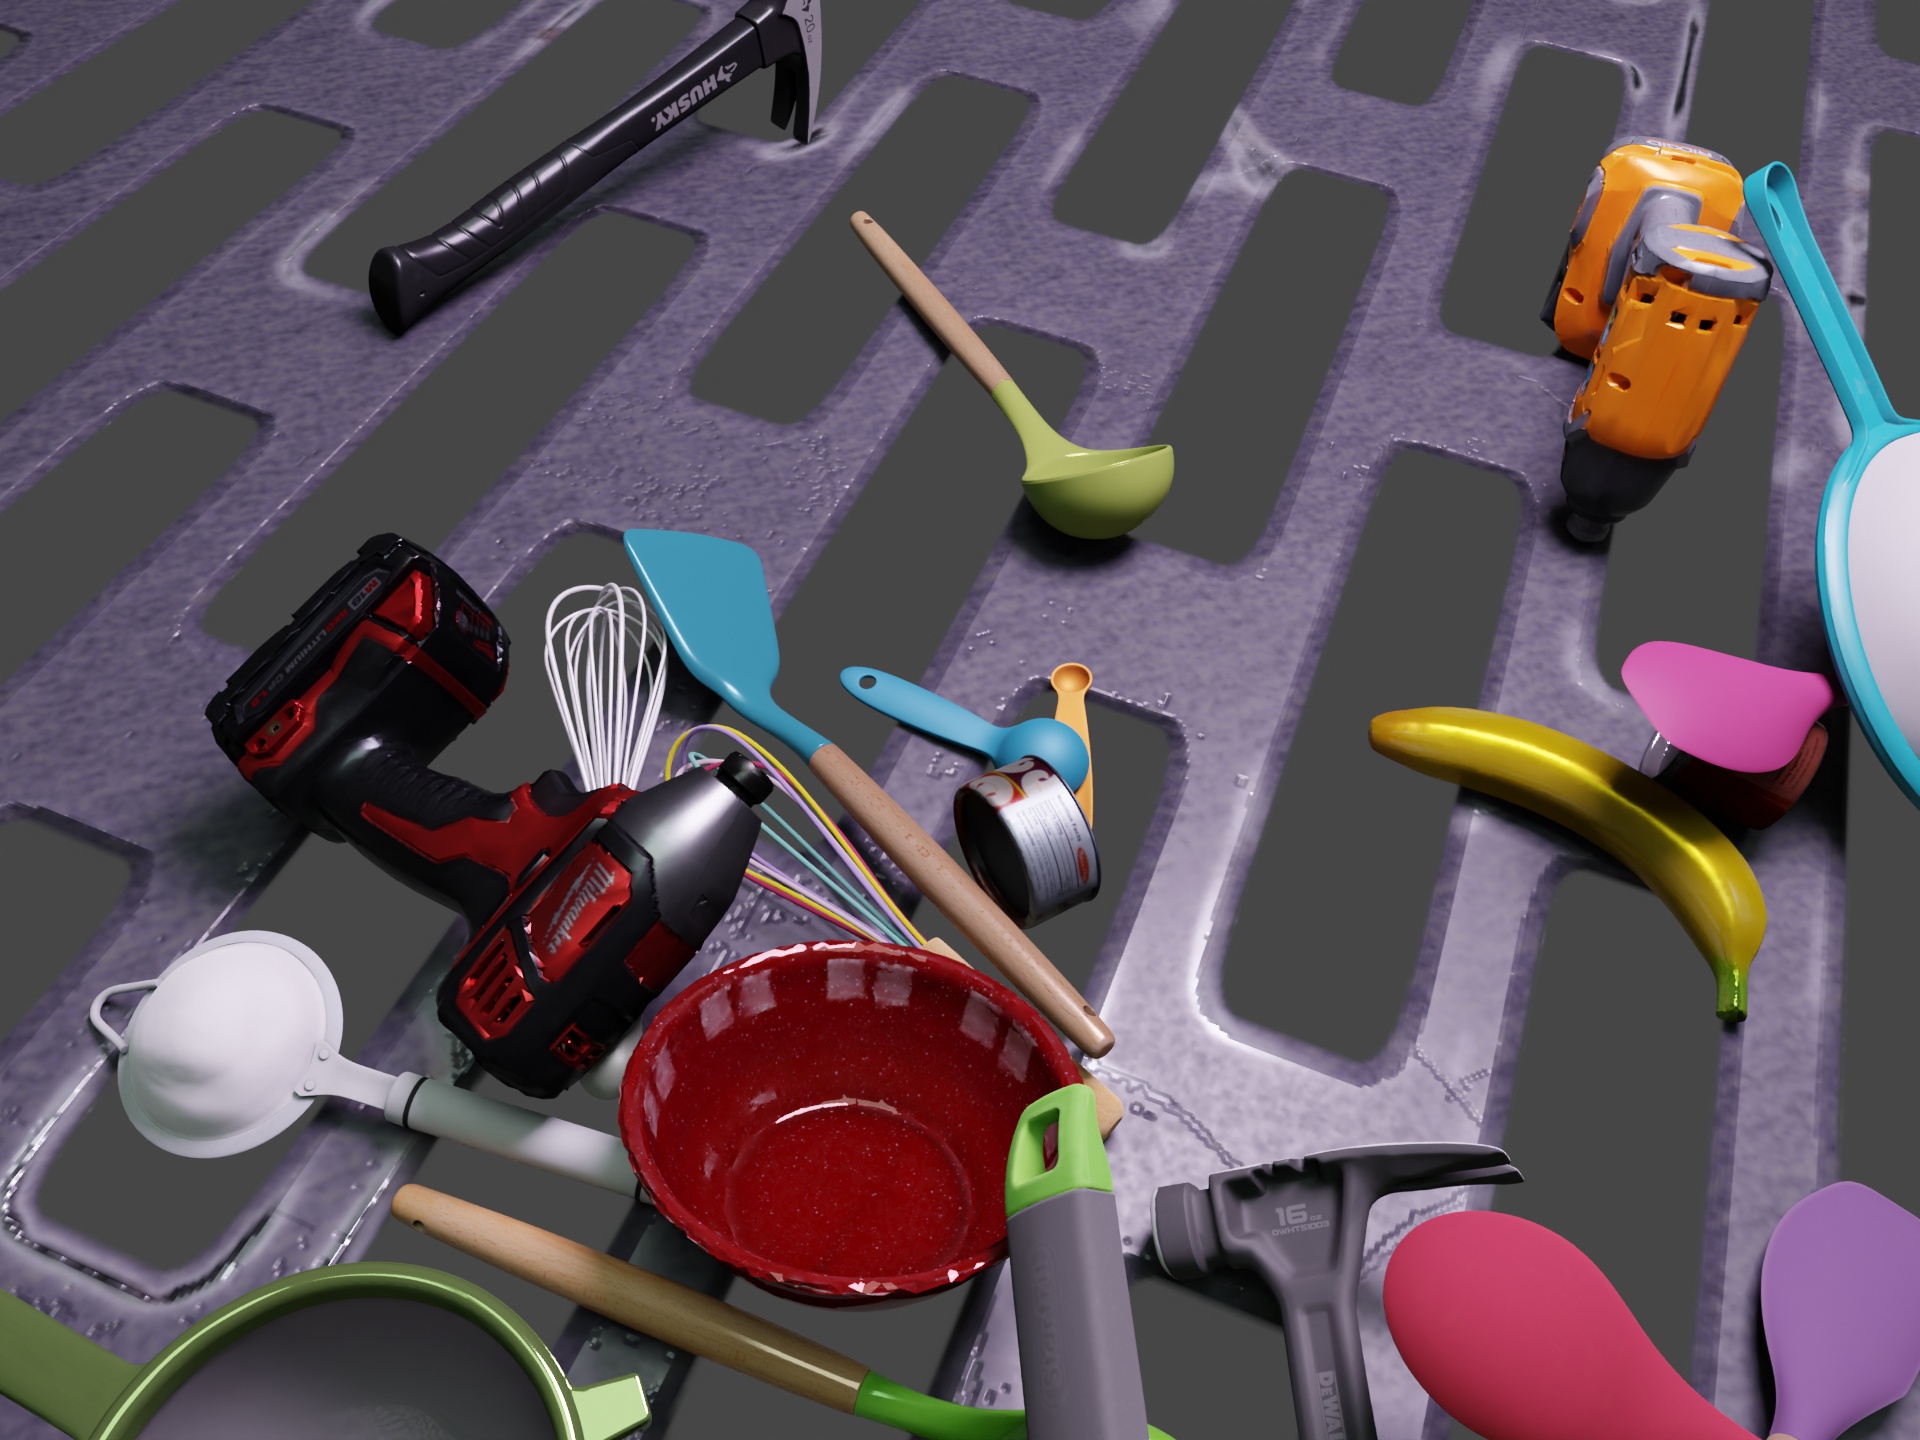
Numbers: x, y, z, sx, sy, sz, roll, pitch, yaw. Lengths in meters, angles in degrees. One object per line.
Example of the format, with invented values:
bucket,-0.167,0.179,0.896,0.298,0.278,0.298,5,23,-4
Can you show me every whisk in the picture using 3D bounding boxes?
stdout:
whisk,-0.033,0.085,0.645,0.245,0.051,0.047,39,79,19
whisk,-0.148,0.040,0.665,0.059,0.057,0.247,16,48,-32

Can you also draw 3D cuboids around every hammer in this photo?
hammer,-0.207,-0.334,0.934,0.035,0.146,0.335,36,68,23
hammer,0.133,0.292,0.465,0.127,0.034,0.337,-17,51,21

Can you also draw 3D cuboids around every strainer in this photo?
strainer,0.456,-0.106,0.696,0.211,0.095,0.340,-26,91,-31
strainer,-0.211,0.135,0.586,0.258,0.050,0.087,16,67,4
strainer,-0.231,0.227,0.487,0.256,0.069,0.151,22,55,13

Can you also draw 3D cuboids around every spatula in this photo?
spatula,0.258,0.252,0.513,0.060,0.018,0.316,33,45,25
spatula,-0.040,0.022,0.673,0.082,0.044,0.318,2,34,-51

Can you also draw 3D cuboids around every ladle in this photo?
ladle,0.268,0.245,0.485,0.315,0.031,0.069,32,57,-4
ladle,0.012,-0.206,0.873,0.078,0.062,0.320,-18,52,-22

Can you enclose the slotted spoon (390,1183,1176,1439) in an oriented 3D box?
slotted spoon,-0.056,0.212,0.530,0.314,0.070,0.031,16,32,15

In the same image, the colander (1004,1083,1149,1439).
colander,0.071,0.292,0.407,0.094,0.204,0.398,21,48,-34

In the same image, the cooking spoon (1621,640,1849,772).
cooking spoon,0.411,-0.016,0.717,0.318,0.017,0.069,-4,55,-30

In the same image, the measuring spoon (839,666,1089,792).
measuring spoon,-0.001,-0.002,0.720,0.129,0.021,0.042,24,60,19

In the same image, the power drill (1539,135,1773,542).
power drill,0.363,-0.207,0.854,0.084,0.164,0.227,16,39,8

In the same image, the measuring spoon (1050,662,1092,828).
measuring spoon,0.050,0.022,0.719,0.021,0.011,0.117,-1,54,6

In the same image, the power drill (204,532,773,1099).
power drill,-0.179,0.027,0.617,0.220,0.078,0.143,37,79,29
